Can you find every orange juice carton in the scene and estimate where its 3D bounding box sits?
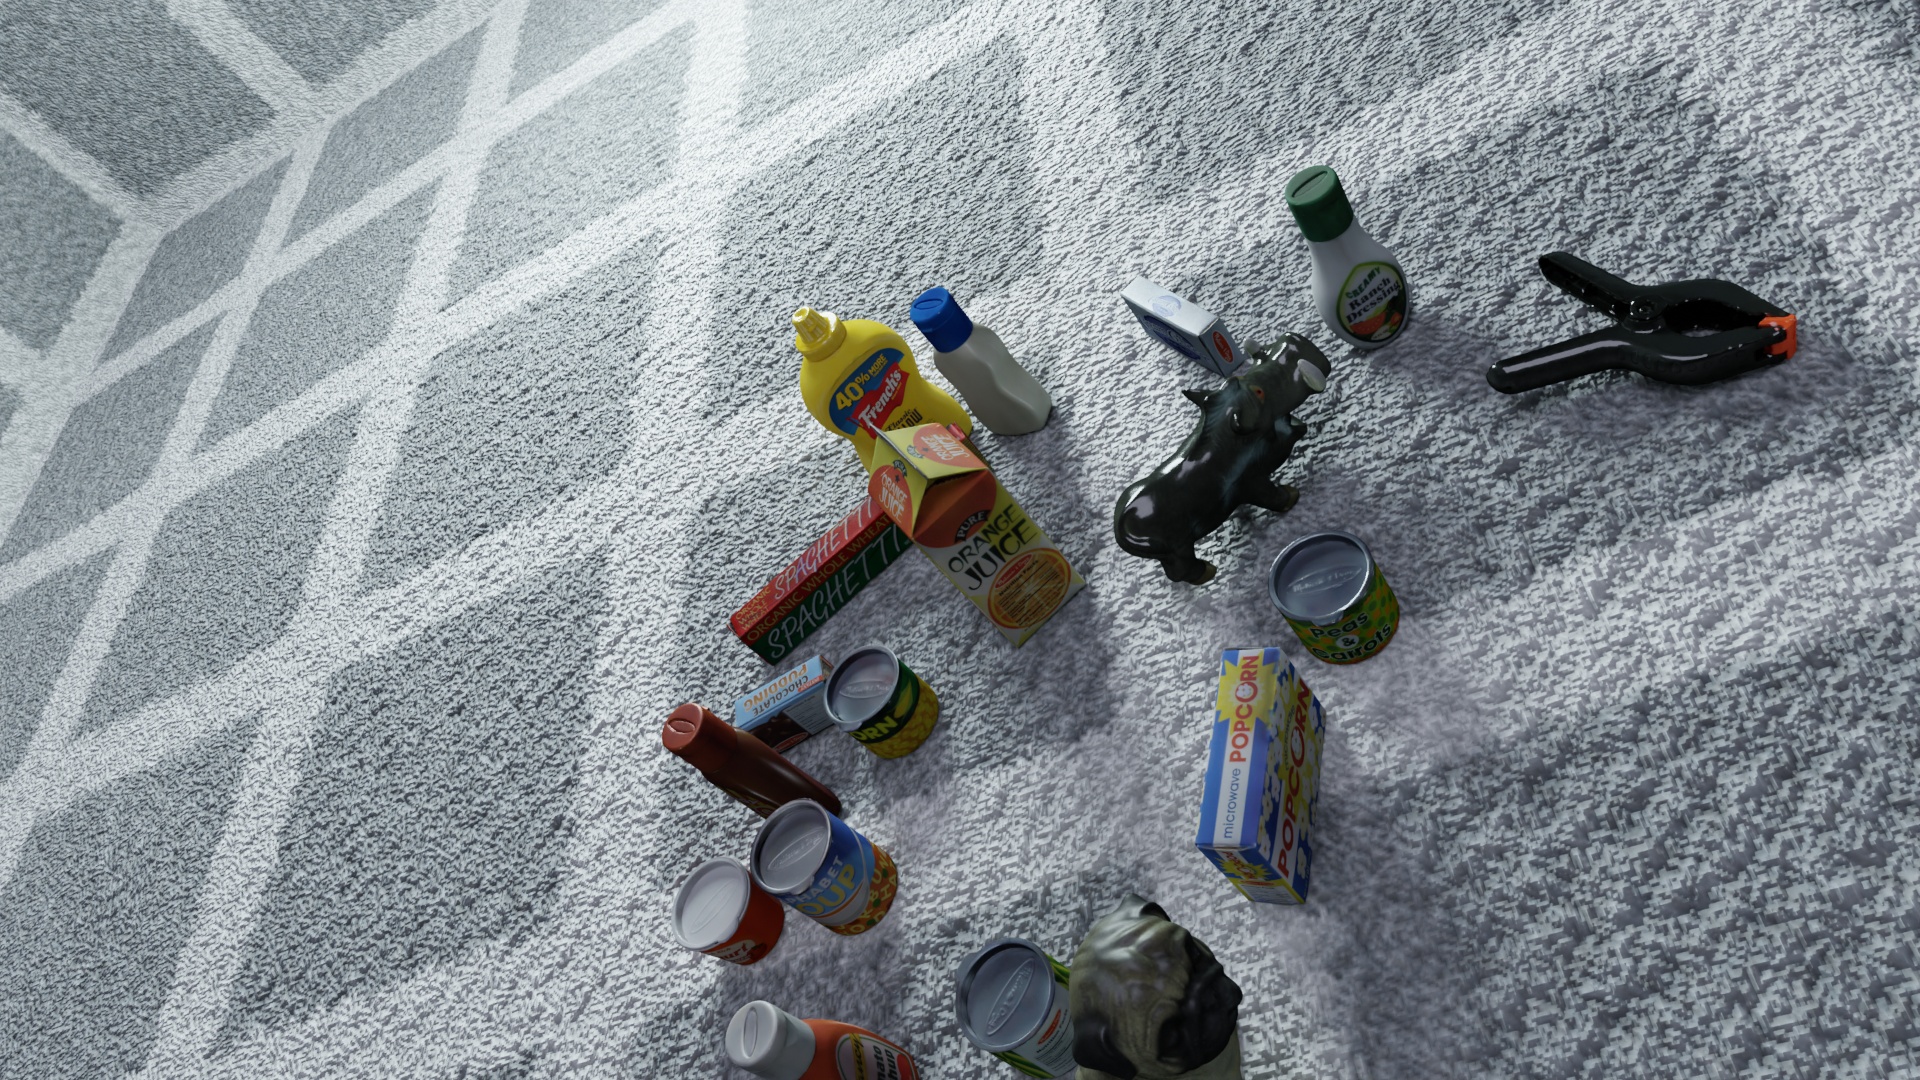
[{"bbox_3d":[0.003,-0.012,0.980,0.073,0.192,0.072,-44,42,0],"label":"orange juice carton"}]

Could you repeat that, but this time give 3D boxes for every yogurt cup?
[{"bbox_3d":[-0.162,0.265,0.983,0.072,0.053,0.073,-20,47,23],"label":"yogurt cup"}]

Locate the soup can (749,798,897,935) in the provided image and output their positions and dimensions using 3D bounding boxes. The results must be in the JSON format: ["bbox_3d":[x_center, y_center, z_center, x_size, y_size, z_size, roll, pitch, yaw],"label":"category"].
[{"bbox_3d":[-0.091,0.225,0.940,0.071,0.083,0.072,-20,47,23],"label":"soup can"}]

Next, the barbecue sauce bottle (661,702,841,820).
[{"bbox_3d":[-0.150,0.164,0.986,0.065,0.148,0.044,6,61,40],"label":"barbecue sauce bottle"}]

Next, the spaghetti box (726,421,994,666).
[{"bbox_3d":[-0.081,0.005,1.136,0.250,0.050,0.029,-41,42,2],"label":"spaghetti box"}]

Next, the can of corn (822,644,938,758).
[{"bbox_3d":[-0.058,0.121,1.018,0.071,0.058,0.071,-20,47,23],"label":"can of corn"}]

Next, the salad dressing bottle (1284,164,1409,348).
[{"bbox_3d":[0.267,-0.195,0.964,0.064,0.147,0.044,-36,43,8],"label":"salad dressing bottle"}]

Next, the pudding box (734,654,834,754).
[{"bbox_3d":[-0.127,0.128,1.071,0.083,0.049,0.030,-30,44,14],"label":"pudding box"}]

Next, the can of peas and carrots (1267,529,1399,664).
[{"bbox_3d":[0.234,0.038,0.866,0.071,0.058,0.071,-20,47,23],"label":"can of peas and carrots"}]

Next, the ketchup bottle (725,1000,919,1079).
[{"bbox_3d":[-0.079,0.311,0.813,0.043,0.148,0.065,-24,46,21],"label":"ketchup bottle"}]

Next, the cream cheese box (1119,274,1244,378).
[{"bbox_3d":[0.172,-0.167,1.082,0.024,0.053,0.104,-45,42,-2],"label":"cream cheese box"}]

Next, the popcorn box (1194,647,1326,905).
[{"bbox_3d":[0.177,0.137,0.809,0.038,0.085,0.127,-7,53,33],"label":"popcorn box"}]

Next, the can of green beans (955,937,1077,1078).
[{"bbox_3d":[0.040,0.276,0.820,0.071,0.057,0.071,-20,47,23],"label":"can of green beans"}]

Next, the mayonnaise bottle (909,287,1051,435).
[{"bbox_3d":[0.014,-0.142,1.110,0.064,0.147,0.041,-1,57,37],"label":"mayonnaise bottle"}]
